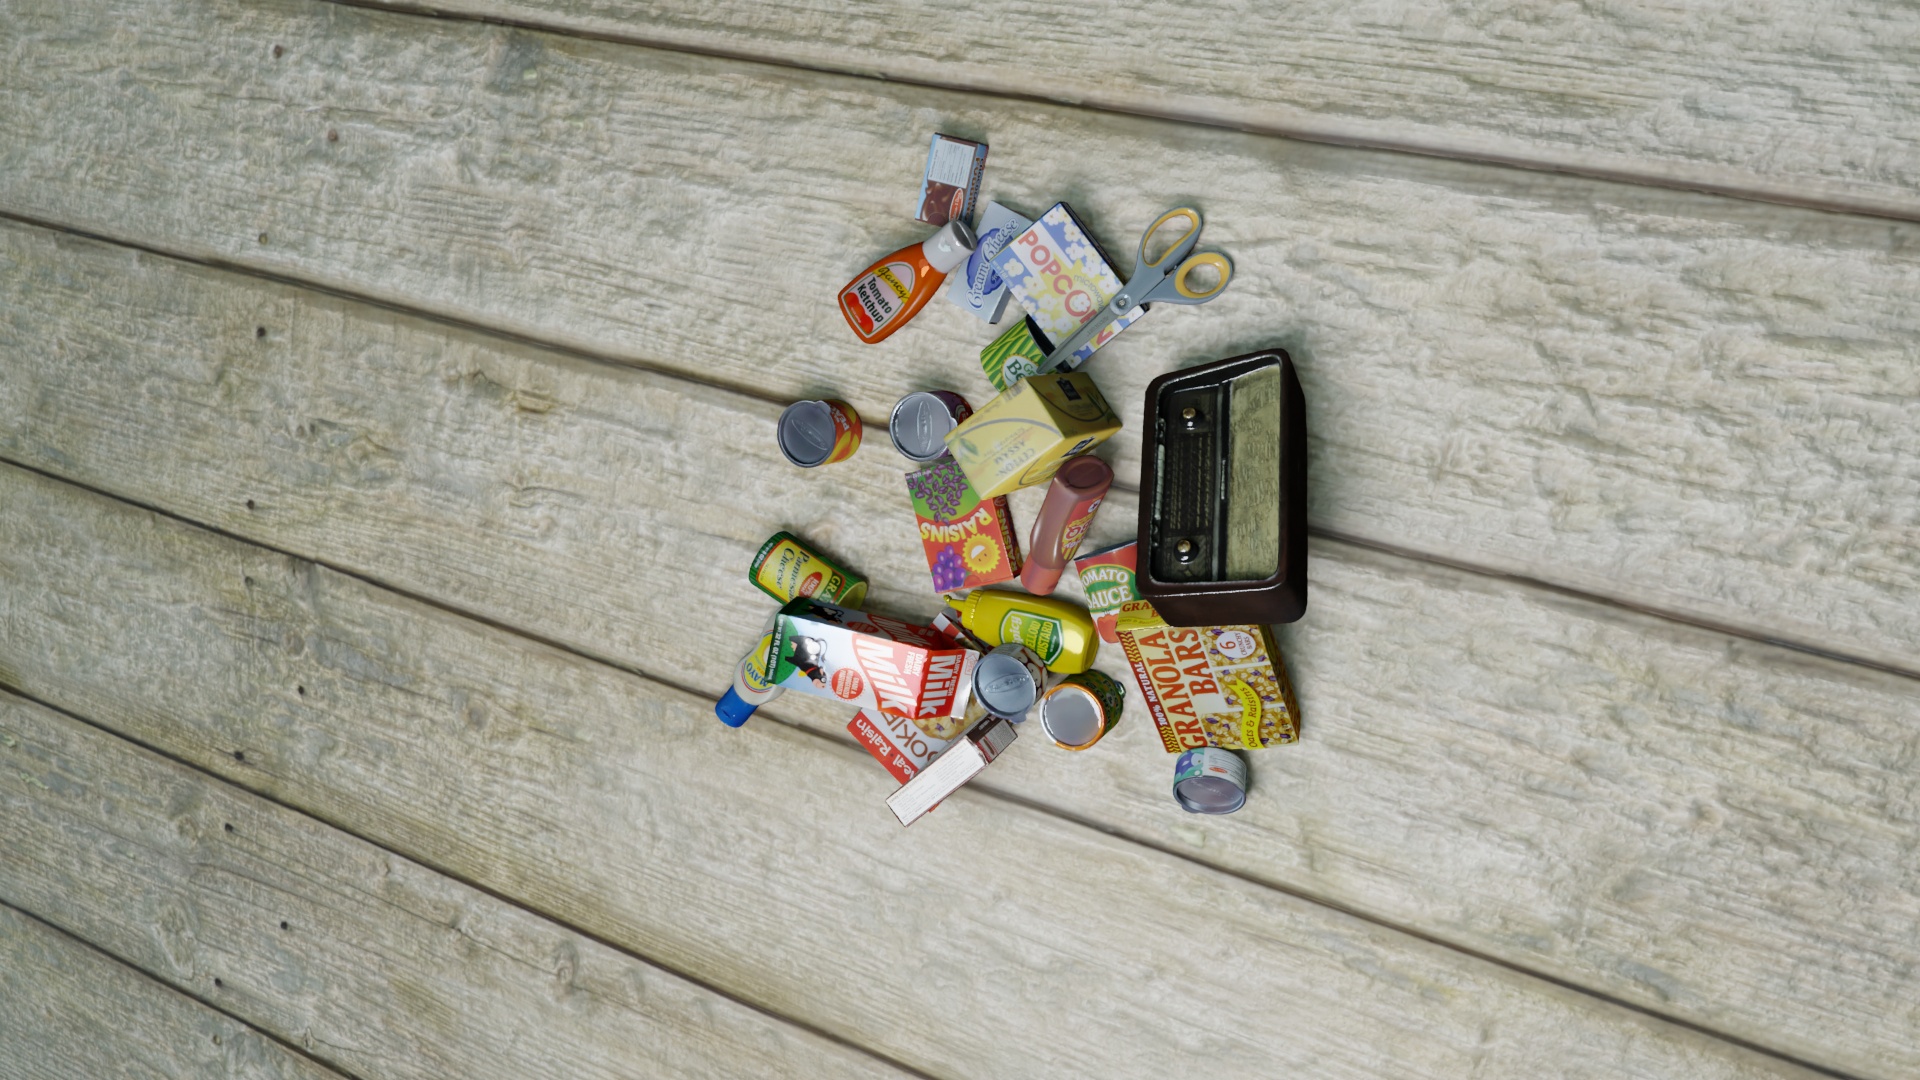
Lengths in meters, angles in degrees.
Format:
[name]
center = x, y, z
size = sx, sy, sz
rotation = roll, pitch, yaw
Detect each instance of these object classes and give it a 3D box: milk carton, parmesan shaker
[milk carton]
center = -0.082, 0.115, 1.323
size = 0.191, 0.073, 0.072
rotation = 14, 102, 5
[parmesan shaker]
center = -0.157, 0.046, 1.404
size = 0.103, 0.071, 0.071
rotation = 32, 109, 16

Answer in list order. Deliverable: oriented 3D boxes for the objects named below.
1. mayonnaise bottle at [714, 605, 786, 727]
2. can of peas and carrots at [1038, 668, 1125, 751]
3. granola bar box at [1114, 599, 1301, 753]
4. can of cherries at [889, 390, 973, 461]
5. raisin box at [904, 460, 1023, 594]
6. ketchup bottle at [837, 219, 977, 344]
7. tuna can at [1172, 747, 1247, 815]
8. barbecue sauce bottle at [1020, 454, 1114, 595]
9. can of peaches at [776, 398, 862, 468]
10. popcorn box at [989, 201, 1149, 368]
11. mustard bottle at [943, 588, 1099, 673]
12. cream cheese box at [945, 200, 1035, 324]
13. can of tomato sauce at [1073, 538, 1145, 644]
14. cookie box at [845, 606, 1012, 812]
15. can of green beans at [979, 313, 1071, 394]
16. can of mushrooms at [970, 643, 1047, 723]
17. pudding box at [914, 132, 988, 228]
[mayonnaise bottle]
center = -0.202, 0.135, 1.452
size = 0.065, 0.041, 0.147
rotation = 44, 111, 10
[can of peas and carrots]
center = 0.116, 0.159, 1.309
size = 0.071, 0.059, 0.070
rotation = 4, 100, 23
[granola bar box]
center = 0.220, 0.119, 1.222
size = 0.124, 0.039, 0.165
rotation = -8, 129, 24
[can of cherries]
center = -0.024, -0.110, 1.331
size = 0.071, 0.058, 0.071
rotation = 3, 98, 23
[raisin box]
center = 0.005, -0.017, 1.342
size = 0.086, 0.040, 0.123
rotation = -13, 93, 24
[ketchup bottle]
center = -0.048, -0.249, 1.316
size = 0.148, 0.044, 0.064
rotation = -32, 88, 34
[tuna can]
center = 0.227, 0.221, 1.267
size = 0.071, 0.033, 0.070
rotation = 8, 140, 7
[barbecue sauce bottle]
center = 0.092, -0.010, 1.273
size = 0.044, 0.065, 0.147
rotation = 42, 139, 20
[can of peaches]
center = -0.138, -0.109, 1.380
size = 0.071, 0.058, 0.071
rotation = 3, 98, 23
[popcorn box]
center = 0.098, -0.231, 1.257
size = 0.085, 0.038, 0.126
rotation = -37, 94, 19
[mustard bottle]
center = 0.053, 0.080, 1.330
size = 0.160, 0.049, 0.065
rotation = 16, 104, 21
[cream cheese box]
center = 0.031, -0.261, 1.304
size = 0.053, 0.024, 0.103
rotation = 31, 108, 18
[can of tomato sauce]
center = 0.146, 0.047, 1.273
size = 0.071, 0.071, 0.083
rotation = -17, 91, 25
[cookie box]
center = -0.019, 0.168, 1.378
size = 0.123, 0.040, 0.167
rotation = 43, 111, 11
[can of green beans]
center = 0.060, -0.166, 1.282
size = 0.057, 0.071, 0.071
rotation = -36, 83, 24
[can of mushrooms]
center = 0.047, 0.133, 1.301
size = 0.071, 0.033, 0.070
rotation = 8, 110, 23
[pudding box]
center = -0.009, -0.336, 1.307
size = 0.050, 0.030, 0.083
rotation = 18, 105, 19
